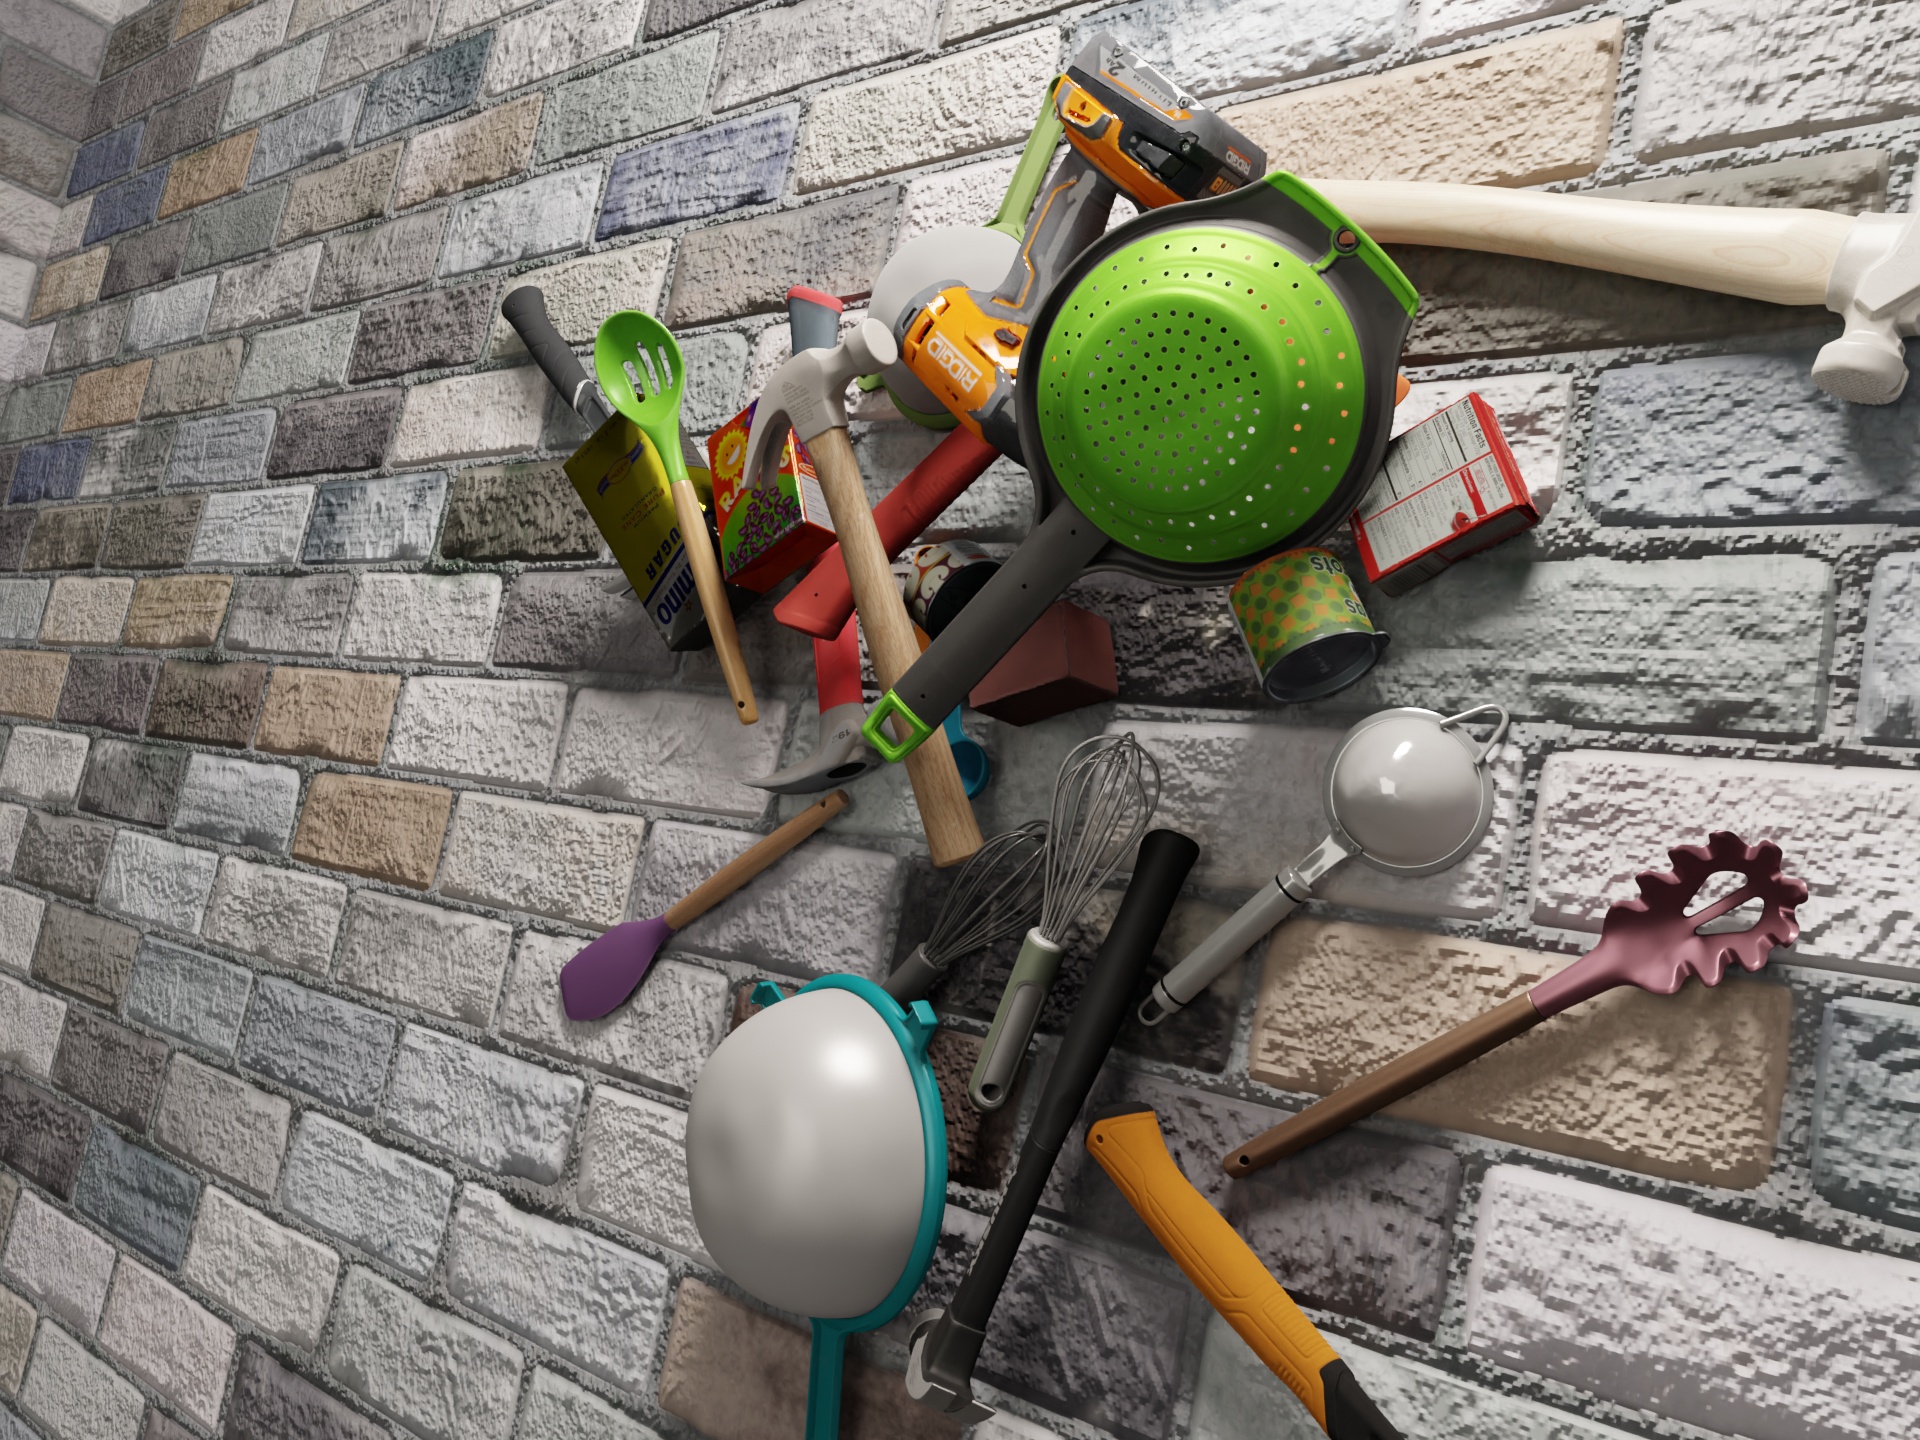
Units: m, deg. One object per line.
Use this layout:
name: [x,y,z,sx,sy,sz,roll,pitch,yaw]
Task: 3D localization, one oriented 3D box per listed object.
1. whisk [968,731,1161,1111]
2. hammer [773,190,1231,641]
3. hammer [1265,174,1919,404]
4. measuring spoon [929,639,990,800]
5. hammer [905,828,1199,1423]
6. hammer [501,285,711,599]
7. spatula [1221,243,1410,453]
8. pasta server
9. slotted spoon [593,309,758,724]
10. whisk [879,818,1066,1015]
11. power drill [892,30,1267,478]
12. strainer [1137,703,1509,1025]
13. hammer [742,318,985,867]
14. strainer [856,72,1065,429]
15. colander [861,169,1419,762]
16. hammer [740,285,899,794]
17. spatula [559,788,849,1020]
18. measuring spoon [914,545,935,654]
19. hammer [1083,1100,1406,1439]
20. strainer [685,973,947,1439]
whisk: [0.053,0.118,0.902,0.059,0.058,0.246,-89,18,-73]
hammer: [0.009,-0.188,1.022,0.359,0.036,0.149,-43,63,14]
hammer: [0.302,-0.270,0.838,0.411,0.038,0.146,23,91,42]
measuring spoon: [-0.002,-0.003,1.025,0.042,0.021,0.129,-26,56,29]
hammer: [0.052,0.215,0.862,0.035,0.146,0.335,25,85,-2]
hammer: [-0.317,-0.262,1.362,0.149,0.036,0.409,-52,50,17]
spatula: [0.152,-0.278,0.925,0.081,0.041,0.323,-38,65,24]
pasta server: [0.248,0.148,0.753,0.316,0.040,0.060,-38,67,27]
slotted spoon: [-0.197,-0.146,1.149,0.070,0.031,0.314,-20,84,20]
whisk: [-0.016,0.148,0.974,0.239,0.055,0.055,-50,51,23]
power drill: [0.071,-0.257,0.923,0.226,0.084,0.164,-53,58,22]
strainer: [0.181,0.081,0.831,0.258,0.050,0.087,-47,66,23]
hammer: [-0.052,-0.069,0.988,0.130,0.031,0.331,-21,84,36]
strainer: [0.007,-0.328,1.082,0.152,0.069,0.256,29,97,42]
colander: [0.065,-0.110,0.852,0.204,0.094,0.397,45,112,5]
hammer: [-0.108,-0.139,1.144,0.143,0.038,0.387,-23,63,35]
spatula: [-0.190,0.134,1.141,0.316,0.018,0.060,-36,57,28]
measuring spoon: [-0.020,-0.061,1.065,0.021,0.011,0.117,-9,74,27]
hammer: [0.163,0.315,0.766,0.337,0.034,0.127,46,119,42]
strainer: [-0.108,0.321,0.939,0.211,0.095,0.340,-6,79,52]
